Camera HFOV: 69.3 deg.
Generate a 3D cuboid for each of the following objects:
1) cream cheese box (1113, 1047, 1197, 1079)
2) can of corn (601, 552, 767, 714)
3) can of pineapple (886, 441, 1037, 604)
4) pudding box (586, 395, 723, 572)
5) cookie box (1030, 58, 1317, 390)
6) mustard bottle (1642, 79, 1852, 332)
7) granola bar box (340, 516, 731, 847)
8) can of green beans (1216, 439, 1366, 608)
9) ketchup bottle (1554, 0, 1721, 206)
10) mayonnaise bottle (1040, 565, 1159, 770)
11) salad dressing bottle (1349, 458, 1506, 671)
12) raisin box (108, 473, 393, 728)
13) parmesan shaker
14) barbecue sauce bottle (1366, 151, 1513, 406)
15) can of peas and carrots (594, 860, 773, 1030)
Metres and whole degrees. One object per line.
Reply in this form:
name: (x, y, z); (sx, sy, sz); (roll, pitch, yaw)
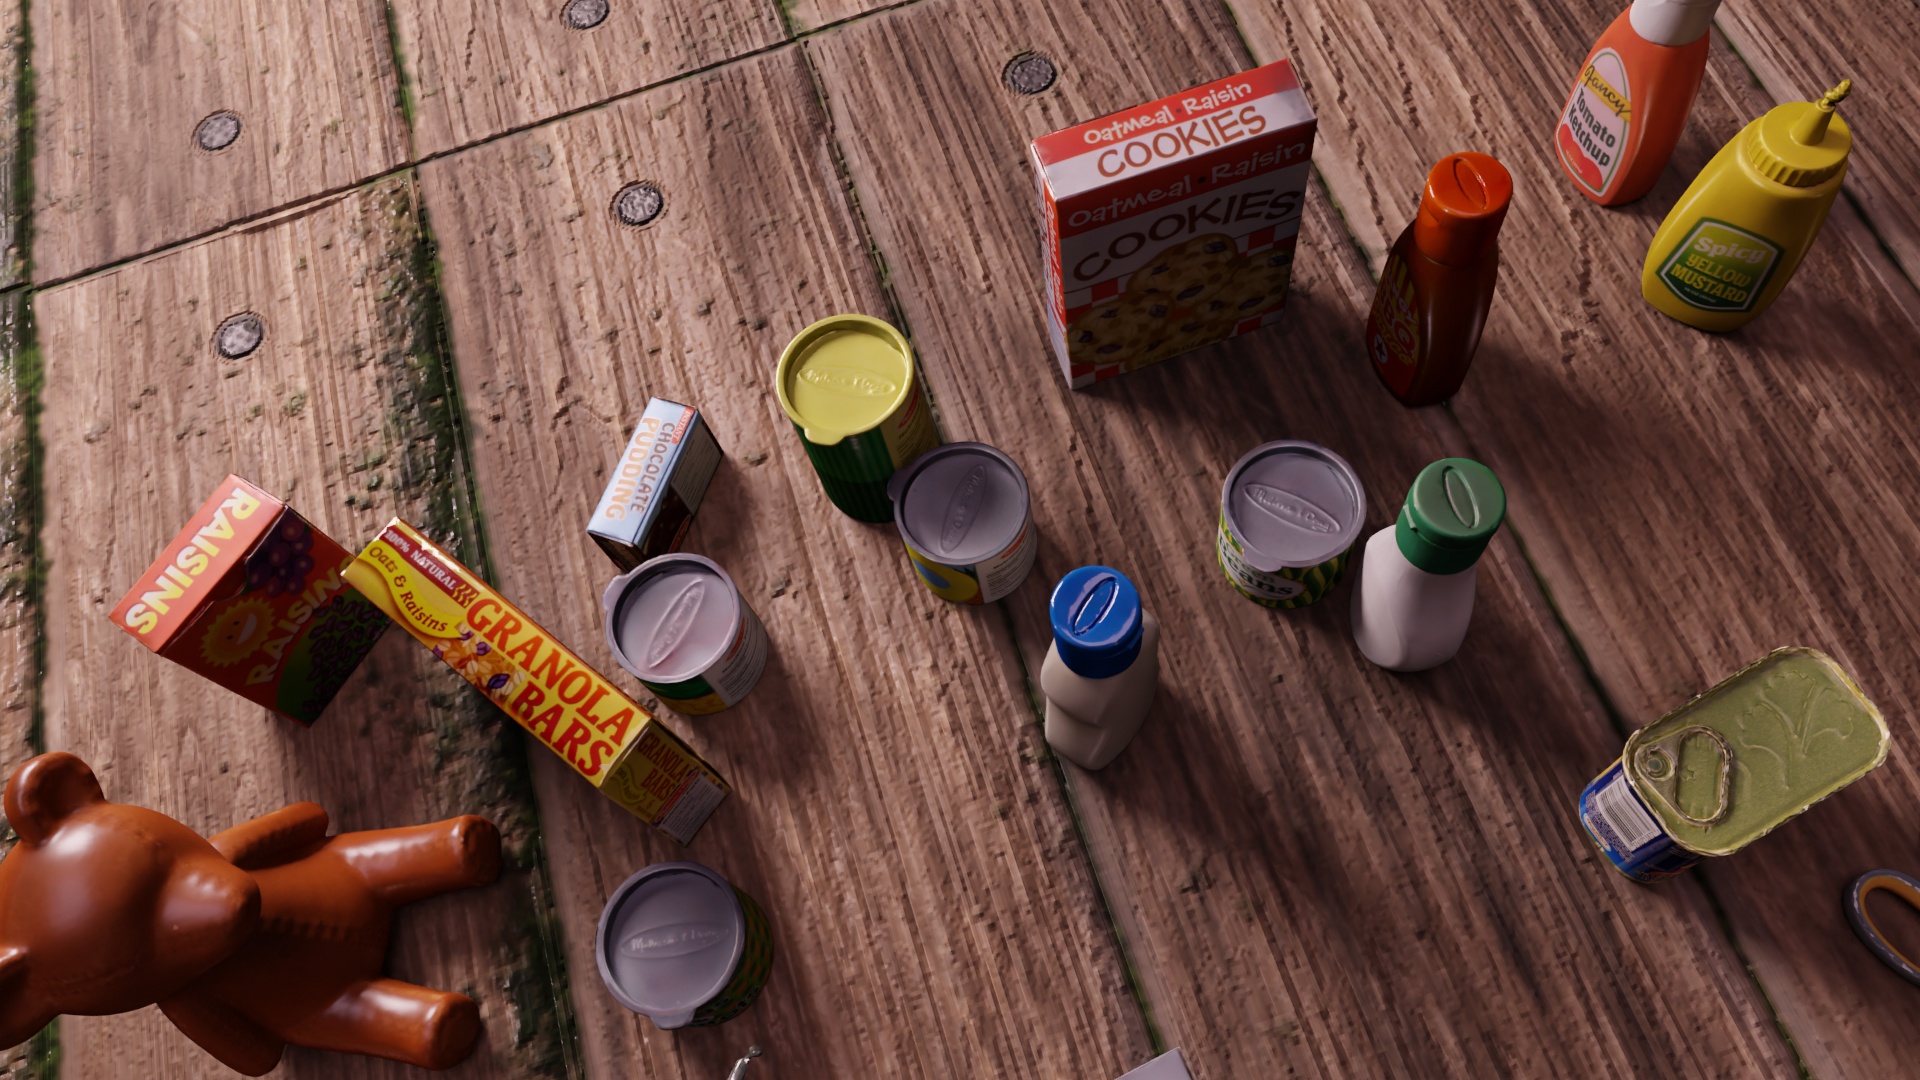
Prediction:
cream cheese box: (0.050, 0.245, 0.576); (0.104, 0.053, 0.024); (-25, 66, -4)
can of corn: (-0.136, 0.046, 0.686); (0.071, 0.058, 0.071); (-3, 66, 6)
can of pineapple: (0.002, -0.009, 0.694); (0.071, 0.057, 0.071); (-3, 66, 6)
pudding box: (-0.158, -0.027, 0.726); (0.030, 0.049, 0.084); (15, 69, 13)
cookie box: (0.102, -0.149, 0.684); (0.123, 0.167, 0.040); (-18, 65, -1)
mustard bottle: (0.378, -0.161, 0.659); (0.065, 0.159, 0.049); (28, 73, 18)
granola bar box: (-0.193, 0.068, 0.647); (0.166, 0.123, 0.039); (33, 74, 19)
can of green beans: (0.159, -0.007, 0.674); (0.071, 0.057, 0.071); (-3, 66, 6)
ketchup bottle: (0.347, -0.238, 0.704); (0.043, 0.148, 0.065); (-20, 65, -2)
mayonnaise bottle: (0.061, 0.054, 0.609); (0.041, 0.147, 0.065); (30, 73, 18)
salad dressing bottle: (0.204, 0.013, 0.610); (0.044, 0.147, 0.064); (-12, 65, 2)
raisin box: (-0.337, 0.033, 0.681); (0.040, 0.123, 0.086); (29, 73, 18)
parmesan shaker: (-0.049, -0.056, 0.696); (0.071, 0.102, 0.071); (-3, 66, 6)
barbecue sauce bottle: (0.230, -0.126, 0.668); (0.044, 0.148, 0.065); (-16, 65, 0)
can of peas and carrots: (-0.121, 0.184, 0.622); (0.071, 0.058, 0.071); (-3, 66, 6)
